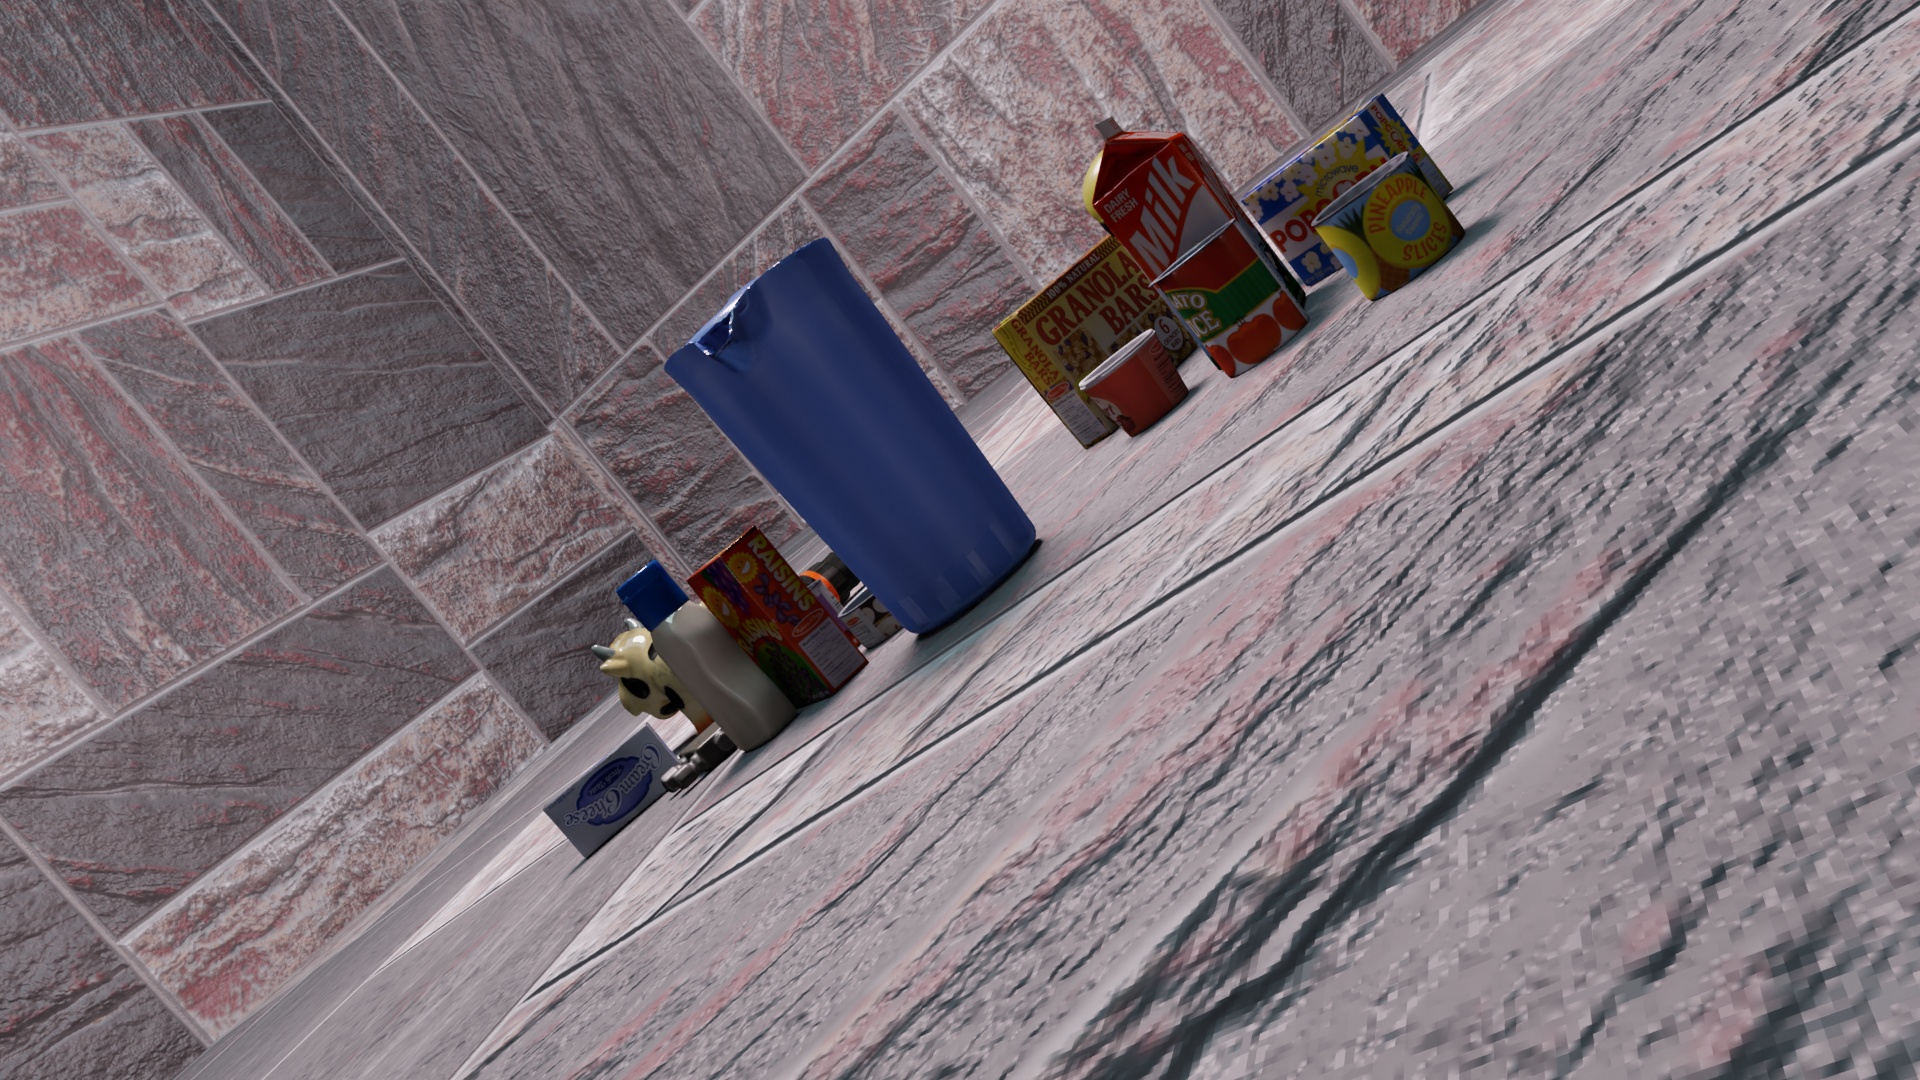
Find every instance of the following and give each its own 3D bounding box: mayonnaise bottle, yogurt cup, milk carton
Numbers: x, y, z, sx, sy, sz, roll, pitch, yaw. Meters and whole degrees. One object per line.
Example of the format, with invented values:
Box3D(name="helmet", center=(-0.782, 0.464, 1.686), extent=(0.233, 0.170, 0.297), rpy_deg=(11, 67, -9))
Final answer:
Box3D(name="mayonnaise bottle", center=(-0.181, 0.081, 0.981), extent=(0.041, 0.148, 0.064), rpy_deg=(-43, 7, -36))
Box3D(name="yogurt cup", center=(0.129, -0.113, 1.013), extent=(0.072, 0.054, 0.072), rpy_deg=(-38, 6, 5))
Box3D(name="milk carton", center=(0.160, -0.223, 0.991), extent=(0.073, 0.190, 0.072), rpy_deg=(-36, 7, 25))

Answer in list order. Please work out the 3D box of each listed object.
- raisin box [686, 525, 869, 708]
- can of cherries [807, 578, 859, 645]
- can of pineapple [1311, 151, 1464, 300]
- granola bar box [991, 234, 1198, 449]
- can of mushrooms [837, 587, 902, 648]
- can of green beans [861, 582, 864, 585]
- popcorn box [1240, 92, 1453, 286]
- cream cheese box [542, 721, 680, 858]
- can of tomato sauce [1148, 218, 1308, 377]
Box3D(name="raisin box", center=(-0.130, 0.056, 0.977), extent=(0.040, 0.123, 0.086), rpy_deg=(-42, 7, -28))
Box3D(name="can of cherries", center=(-0.119, 0.074, 1.080), extent=(0.071, 0.058, 0.071), rpy_deg=(-38, 6, 5))
Box3D(name="can of pineapple", center=(0.248, -0.181, 0.803), extent=(0.071, 0.058, 0.071), rpy_deg=(-38, 6, 5))
Box3D(name="granola bar box", center=(0.116, -0.170, 1.161), extent=(0.039, 0.124, 0.166), rpy_deg=(-32, 9, 49))
Box3D(name="can of mushrooms", center=(-0.053, 0.046, 1.020), extent=(0.071, 0.033, 0.071), rpy_deg=(-38, 6, 5))
Box3D(name="can of green beans", center=(-0.058, 0.014, 1.158), extent=(0.071, 0.058, 0.071), rpy_deg=(-38, 6, 5))
Box3D(name="popcorn box", center=(0.273, -0.247, 0.995), extent=(0.038, 0.085, 0.126), rpy_deg=(-43, 7, -32))
Box3D(name="cream cheese box", center=(-0.274, 0.199, 1.108), extent=(0.104, 0.053, 0.024), rpy_deg=(-40, 6, -12))
Box3D(name="can of tomato sauce", center=(0.178, -0.159, 0.922), extent=(0.071, 0.083, 0.071), rpy_deg=(-38, 6, 5))
